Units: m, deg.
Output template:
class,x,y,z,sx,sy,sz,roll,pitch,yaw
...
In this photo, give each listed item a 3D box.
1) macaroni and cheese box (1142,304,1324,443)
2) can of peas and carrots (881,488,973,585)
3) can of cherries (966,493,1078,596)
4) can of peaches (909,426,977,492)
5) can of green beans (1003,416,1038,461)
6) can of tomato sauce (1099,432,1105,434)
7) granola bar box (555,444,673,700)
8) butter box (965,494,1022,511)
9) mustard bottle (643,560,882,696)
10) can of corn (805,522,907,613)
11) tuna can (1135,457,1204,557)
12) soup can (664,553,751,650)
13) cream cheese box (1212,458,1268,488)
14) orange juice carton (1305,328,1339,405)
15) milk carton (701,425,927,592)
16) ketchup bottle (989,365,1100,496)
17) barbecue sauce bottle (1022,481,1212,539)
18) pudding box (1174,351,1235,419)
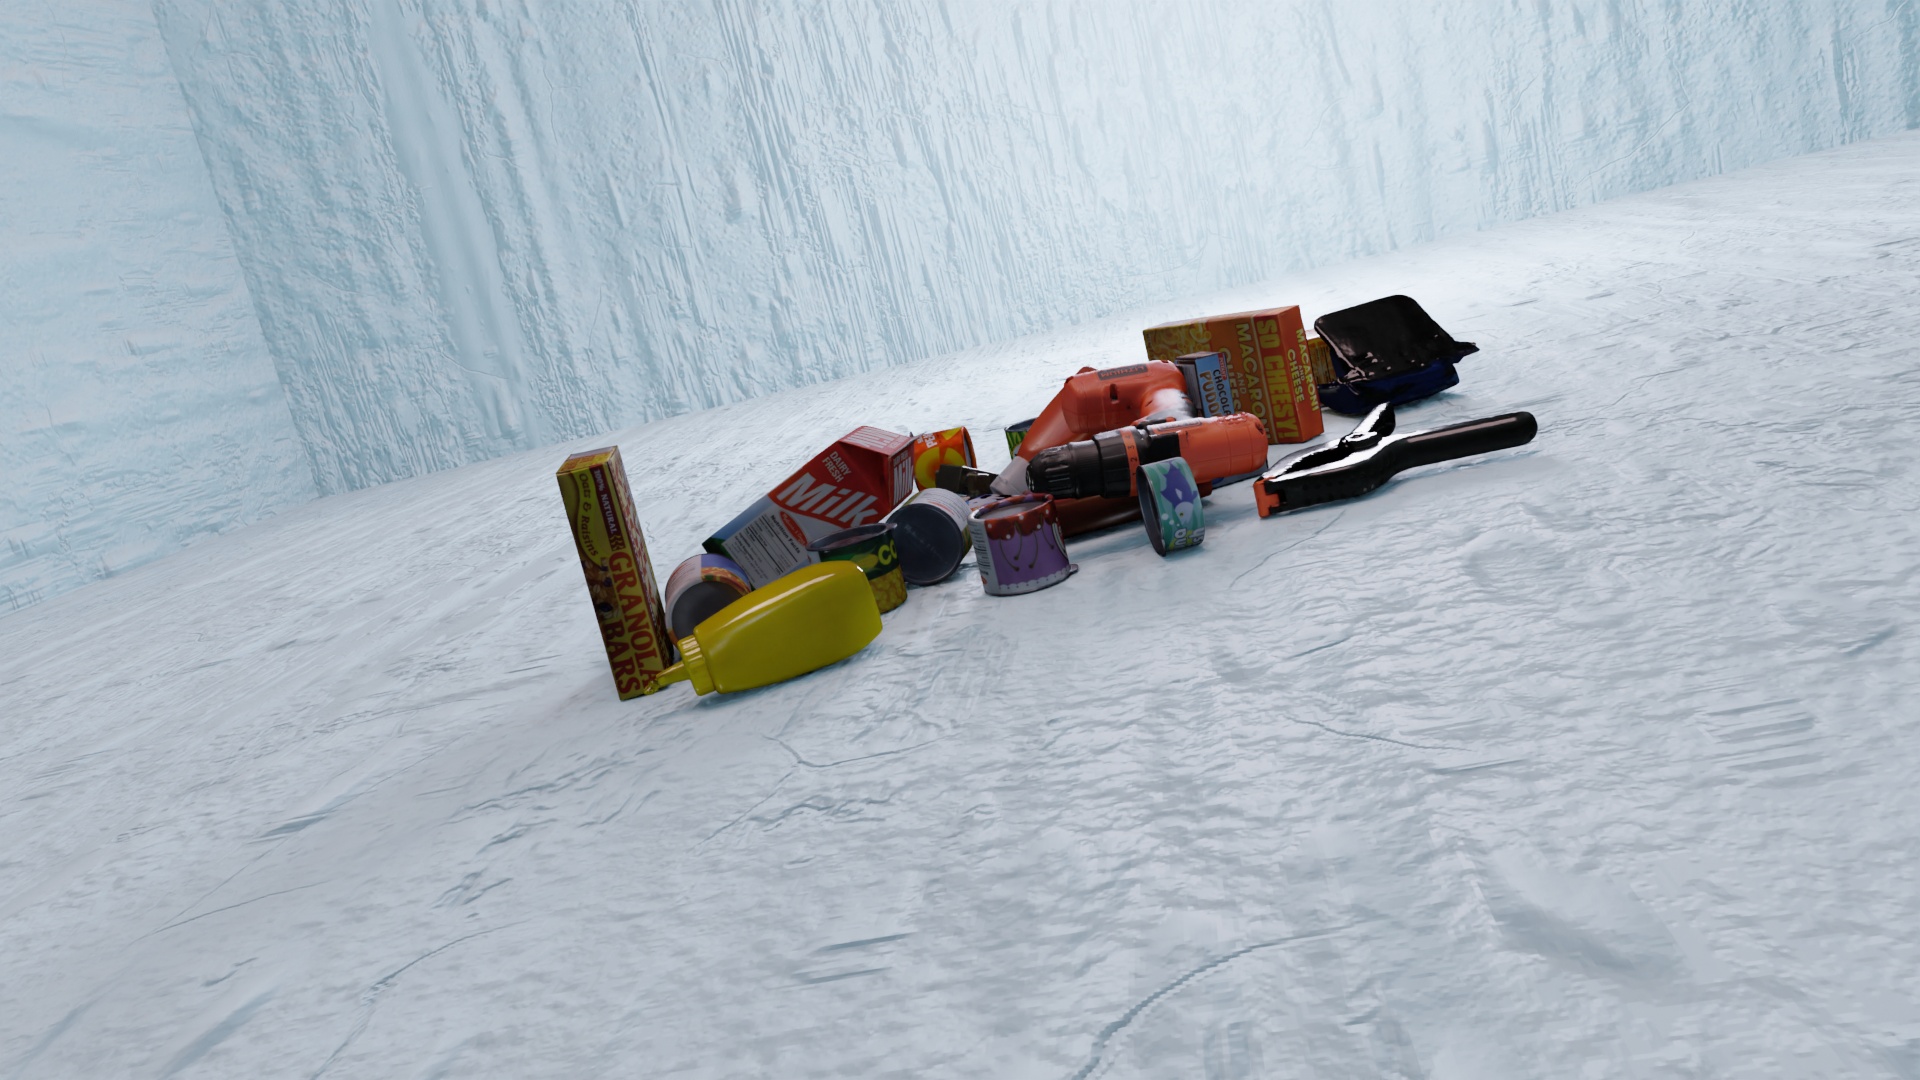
class,x,y,z,sx,sy,sz,roll,pitch,yaw
macaroni and cheese box,0.258,-0.154,1.323,0.040,0.123,0.166,-24,16,-36
can of peas and carrots,-0.026,-0.002,1.096,0.071,0.070,0.059,-11,12,14
can of cherries,0.045,0.001,1.011,0.071,0.058,0.071,-14,12,3
can of peaches,-0.017,-0.084,1.440,0.058,0.071,0.071,-10,12,11
can of green beans,0.082,-0.091,1.393,0.071,0.057,0.071,-13,12,3
can of tomato sauce,0.167,-0.087,1.256,0.071,0.071,0.083,-5,15,37
granola bar box,-0.248,0.018,1.009,0.039,0.165,0.124,-15,11,-8
butter box,0.004,-0.015,1.214,0.104,0.024,0.053,-23,16,-36
mustard bottle,-0.134,0.065,0.916,0.161,0.065,0.049,-21,17,-15
can of corn,-0.075,0.023,1.047,0.071,0.058,0.071,-13,12,3
tuna can,0.151,-0.023,0.997,0.033,0.071,0.071,-13,12,-2
soup can,-0.185,0.051,1.036,0.071,0.071,0.084,-16,13,-8
cream cheese box,0.205,-0.059,1.187,0.104,0.024,0.053,-16,13,-12
orange juice carton,0.308,-0.164,1.436,0.193,0.073,0.072,-14,12,2
milk carton,-0.109,-0.029,1.128,0.190,0.073,0.072,-35,5,19
ketchup bottle,0.089,-0.092,1.273,0.149,0.043,0.065,-47,47,-9
barbecue sauce bottle,0.127,-0.036,1.123,0.149,0.043,0.065,-14,17,-2
pudding box,0.211,-0.119,1.192,0.030,0.083,0.050,-14,10,-12
